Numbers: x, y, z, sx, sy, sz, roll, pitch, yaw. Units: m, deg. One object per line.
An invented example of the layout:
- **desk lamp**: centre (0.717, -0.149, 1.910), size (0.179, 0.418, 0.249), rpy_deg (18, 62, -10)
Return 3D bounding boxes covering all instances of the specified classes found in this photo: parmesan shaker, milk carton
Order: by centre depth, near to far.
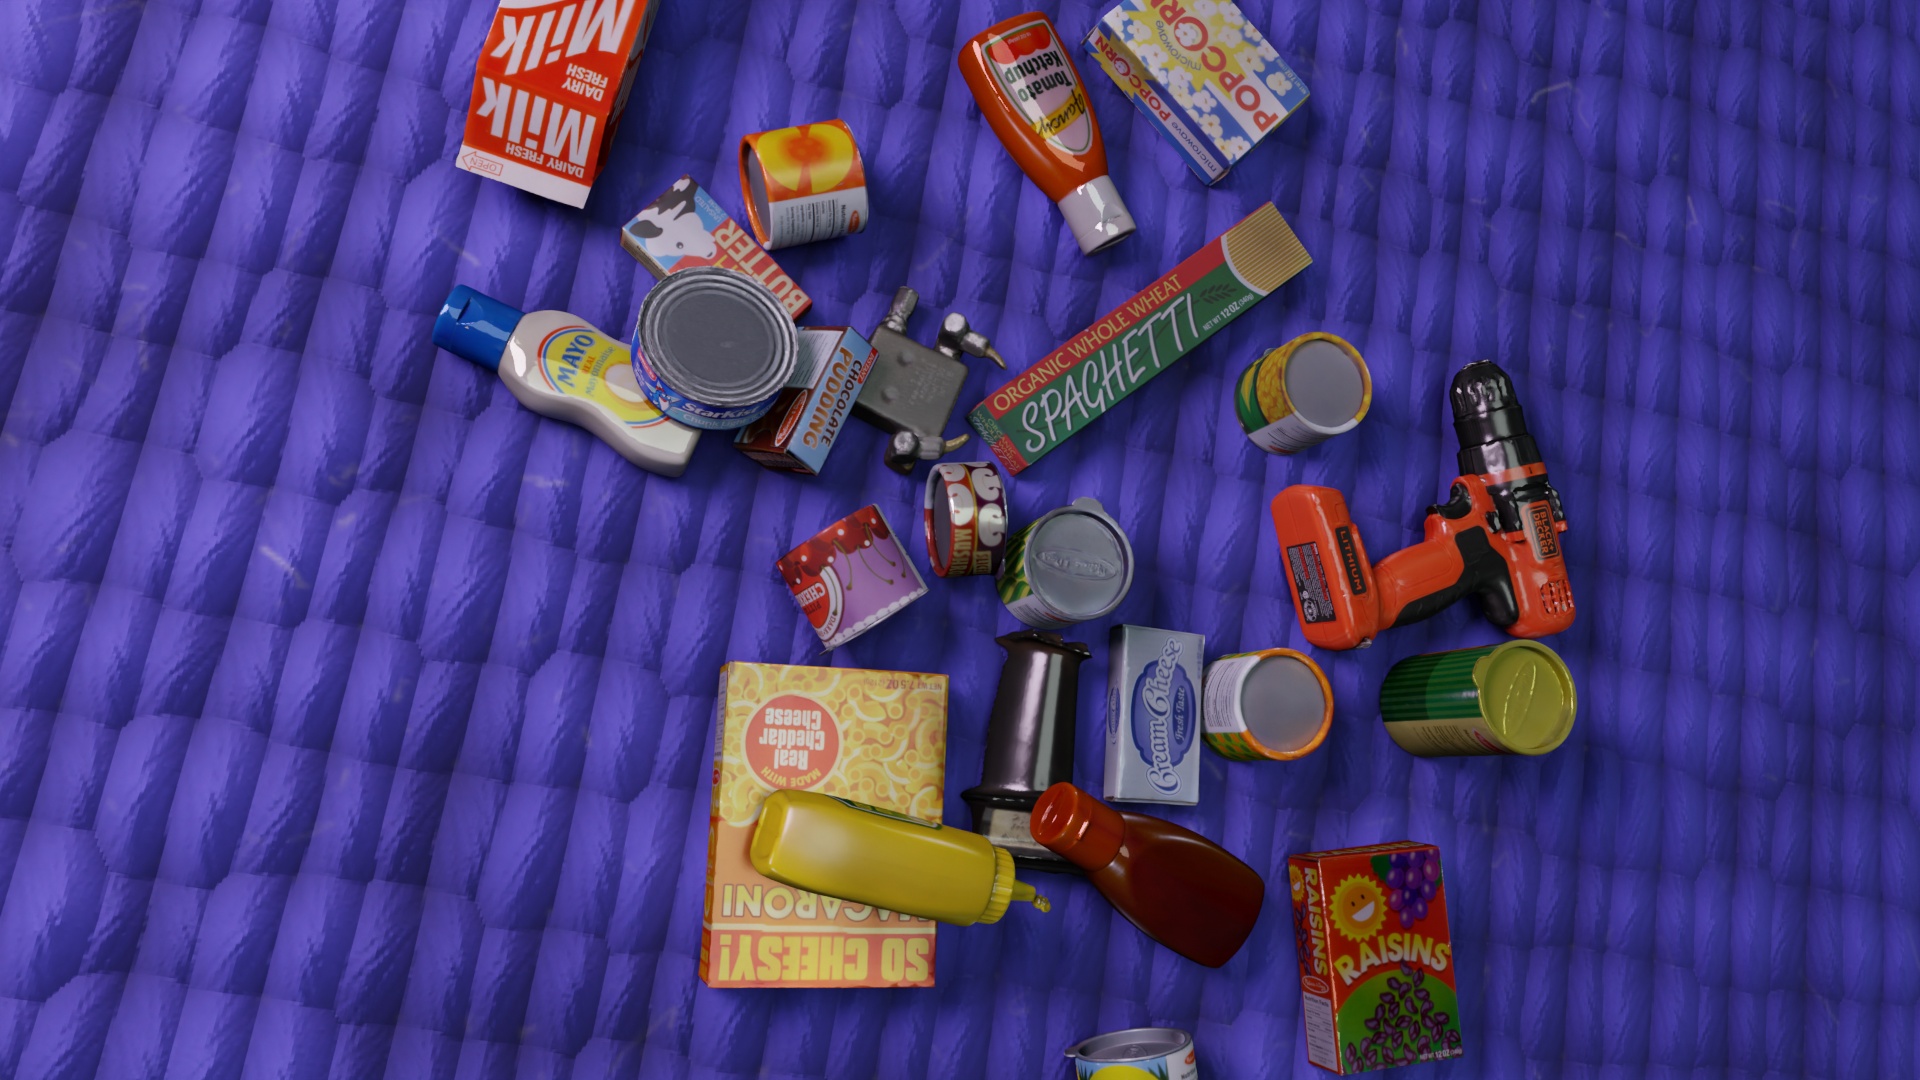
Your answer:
- **milk carton**: centre (-0.215, -0.279, 0.770), size (0.072, 0.073, 0.191), rpy_deg (17, 77, -13)
- **parmesan shaker**: centre (0.308, 0.096, 0.840), size (0.071, 0.103, 0.071), rpy_deg (3, 80, -16)

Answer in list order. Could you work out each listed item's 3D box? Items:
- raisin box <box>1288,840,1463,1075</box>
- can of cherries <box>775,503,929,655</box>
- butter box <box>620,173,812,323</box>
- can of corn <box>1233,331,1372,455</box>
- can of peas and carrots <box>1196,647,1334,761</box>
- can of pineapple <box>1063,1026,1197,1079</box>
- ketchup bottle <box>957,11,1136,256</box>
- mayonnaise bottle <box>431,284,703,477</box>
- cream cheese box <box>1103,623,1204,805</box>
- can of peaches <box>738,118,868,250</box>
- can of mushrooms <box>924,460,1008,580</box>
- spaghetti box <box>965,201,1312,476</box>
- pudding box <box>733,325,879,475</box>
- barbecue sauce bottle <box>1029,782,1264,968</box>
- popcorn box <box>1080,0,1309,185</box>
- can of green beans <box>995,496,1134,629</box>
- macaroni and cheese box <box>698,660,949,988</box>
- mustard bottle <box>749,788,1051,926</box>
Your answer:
- **raisin box**: centre (0.247, 0.247, 0.830), size (0.086, 0.040, 0.123), rpy_deg (-2, 82, -16)
- **can of cherries**: centre (-0.061, 0.021, 0.764), size (0.072, 0.071, 0.058), rpy_deg (-31, 90, -19)
- **butter box**: centre (-0.139, -0.154, 0.795), size (0.103, 0.024, 0.053), rpy_deg (45, 72, -4)
- **can of corn**: centre (0.214, -0.094, 0.870), size (0.071, 0.058, 0.071), rpy_deg (3, 80, -16)
- **can of peas and carrots**: centre (0.181, 0.098, 0.826), size (0.071, 0.058, 0.071), rpy_deg (3, 80, -16)
- **can of pineapple**: centre (0.097, 0.305, 0.762), size (0.071, 0.071, 0.058), rpy_deg (-6, 82, -17)
- **ketchup bottle**: centre (0.058, -0.249, 0.860), size (0.065, 0.043, 0.149), rpy_deg (-28, 90, -19)
- **mayonnaise bottle**: centre (-0.208, -0.091, 0.754), size (0.148, 0.041, 0.065), rpy_deg (24, 69, -12)
- **cream cheese box**: centre (0.115, 0.104, 0.823), size (0.053, 0.024, 0.104), rpy_deg (7, 78, -15)
- **can of peaches**: centre (-0.092, -0.206, 0.797), size (0.058, 0.071, 0.071), rpy_deg (-16, 85, -17)
- **can of mushrooms**: centre (0.003, -0.010, 0.788), size (0.033, 0.071, 0.071), rpy_deg (-3, 81, -16)
- **spaghetti box**: centre (0.115, -0.127, 0.862), size (0.251, 0.028, 0.050), rpy_deg (-36, 91, -19)
- **pudding box**: centre (-0.087, -0.080, 0.781), size (0.030, 0.049, 0.084), rpy_deg (41, 68, -42)
- **barbecue sauce bottle**: centre (0.103, 0.182, 0.773), size (0.148, 0.043, 0.065), rpy_deg (35, 81, -27)
- **popcorn box**: centre (0.153, -0.305, 0.900), size (0.085, 0.038, 0.126), rpy_deg (-44, 94, -18)
- **can of green beans**: centre (0.059, 0.017, 0.805), size (0.071, 0.057, 0.071), rpy_deg (3, 80, -16)
- **macaroni and cheese box**: centre (-0.072, 0.153, 0.752), size (0.124, 0.040, 0.166), rpy_deg (6, 78, -16)
- **mustard bottle**: centre (-0.025, 0.166, 0.711), size (0.160, 0.065, 0.049), rpy_deg (18, 79, -20)
